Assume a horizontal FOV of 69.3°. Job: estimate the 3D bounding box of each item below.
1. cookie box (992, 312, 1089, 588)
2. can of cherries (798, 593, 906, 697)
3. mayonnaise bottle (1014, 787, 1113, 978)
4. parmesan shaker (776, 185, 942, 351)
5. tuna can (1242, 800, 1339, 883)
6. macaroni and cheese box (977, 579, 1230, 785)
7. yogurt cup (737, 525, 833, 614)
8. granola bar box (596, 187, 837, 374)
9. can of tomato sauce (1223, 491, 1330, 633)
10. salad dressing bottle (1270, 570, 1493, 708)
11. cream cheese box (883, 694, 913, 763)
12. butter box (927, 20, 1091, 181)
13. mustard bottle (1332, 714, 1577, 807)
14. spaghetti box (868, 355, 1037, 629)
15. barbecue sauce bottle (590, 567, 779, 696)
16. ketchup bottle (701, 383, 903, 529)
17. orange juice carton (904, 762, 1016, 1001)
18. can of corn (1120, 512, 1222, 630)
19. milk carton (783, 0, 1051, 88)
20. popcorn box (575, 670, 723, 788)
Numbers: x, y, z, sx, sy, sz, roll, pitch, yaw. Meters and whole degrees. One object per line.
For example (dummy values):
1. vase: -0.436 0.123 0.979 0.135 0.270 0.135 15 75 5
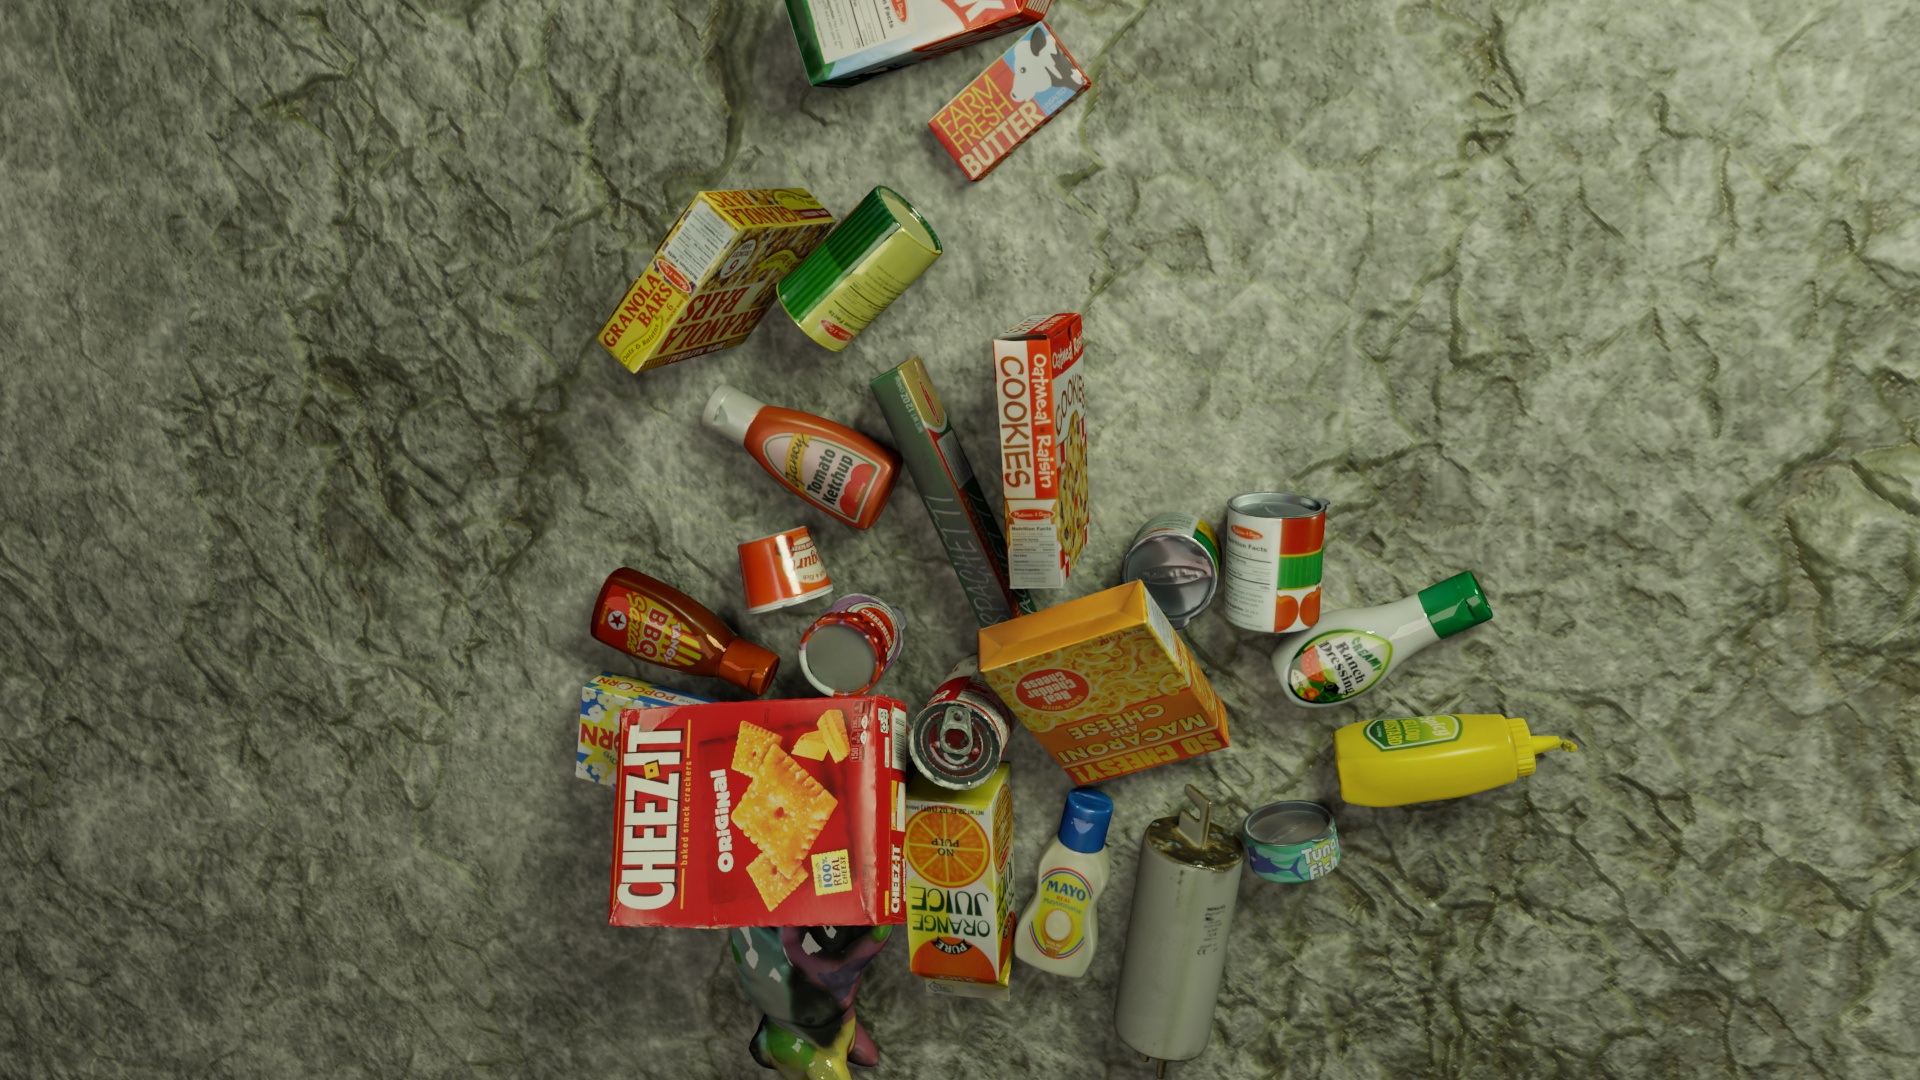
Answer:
1. cookie box: 0.059 -0.065 0.945 0.040 0.123 0.167 0 106 14
2. can of cherries: -0.081 0.079 1.058 0.071 0.058 0.071 4 107 14
3. mayonnaise bottle: 0.085 0.264 1.076 0.065 0.041 0.147 15 109 12
4. parmesan shaker: -0.069 -0.190 0.977 0.103 0.071 0.071 -40 93 21
5. tuna can: 0.242 0.219 1.006 0.071 0.071 0.032 -8 105 17
6. macaroni and cheese box: 0.104 0.104 0.981 0.123 0.040 0.166 -19 136 20
7. yogurt cup: -0.136 0.021 1.055 0.072 0.072 0.054 -15 94 19
8. granola bar box: -0.163 -0.181 0.949 0.039 0.166 0.123 43 112 2
9. can of tomato sauce: 0.218 0.014 0.957 0.071 0.071 0.082 3 107 14
10. salad dressing bottle: 0.291 0.067 0.963 0.147 0.044 0.064 -28 101 20
11. cream cheese box: -0.084 0.172 1.104 0.103 0.024 0.053 -36 94 21
12. butter box: 0.033 -0.296 0.939 0.103 0.024 0.053 -37 93 21
13. mustard bottle: 0.343 0.148 0.965 0.160 0.065 0.048 -9 109 11
14. spaghetti box: 0.004 -0.013 1.014 0.028 0.050 0.249 -21 99 22
15. barbecue sauce bottle: -0.217 0.077 1.103 0.148 0.044 0.064 24 109 7
16. ketchup bottle: -0.120 -0.068 1.035 0.149 0.044 0.064 28 111 6
17. orange juice carton: 0.001 0.273 1.084 0.072 0.073 0.192 1 106 15
18. can of corn: 0.150 0.020 0.980 0.071 0.058 0.071 4 107 14
19. milk carton: -0.012 -0.360 0.907 0.190 0.072 0.073 -13 102 19
20. popcorn box: -0.249 0.165 1.139 0.127 0.038 0.085 13 109 11
